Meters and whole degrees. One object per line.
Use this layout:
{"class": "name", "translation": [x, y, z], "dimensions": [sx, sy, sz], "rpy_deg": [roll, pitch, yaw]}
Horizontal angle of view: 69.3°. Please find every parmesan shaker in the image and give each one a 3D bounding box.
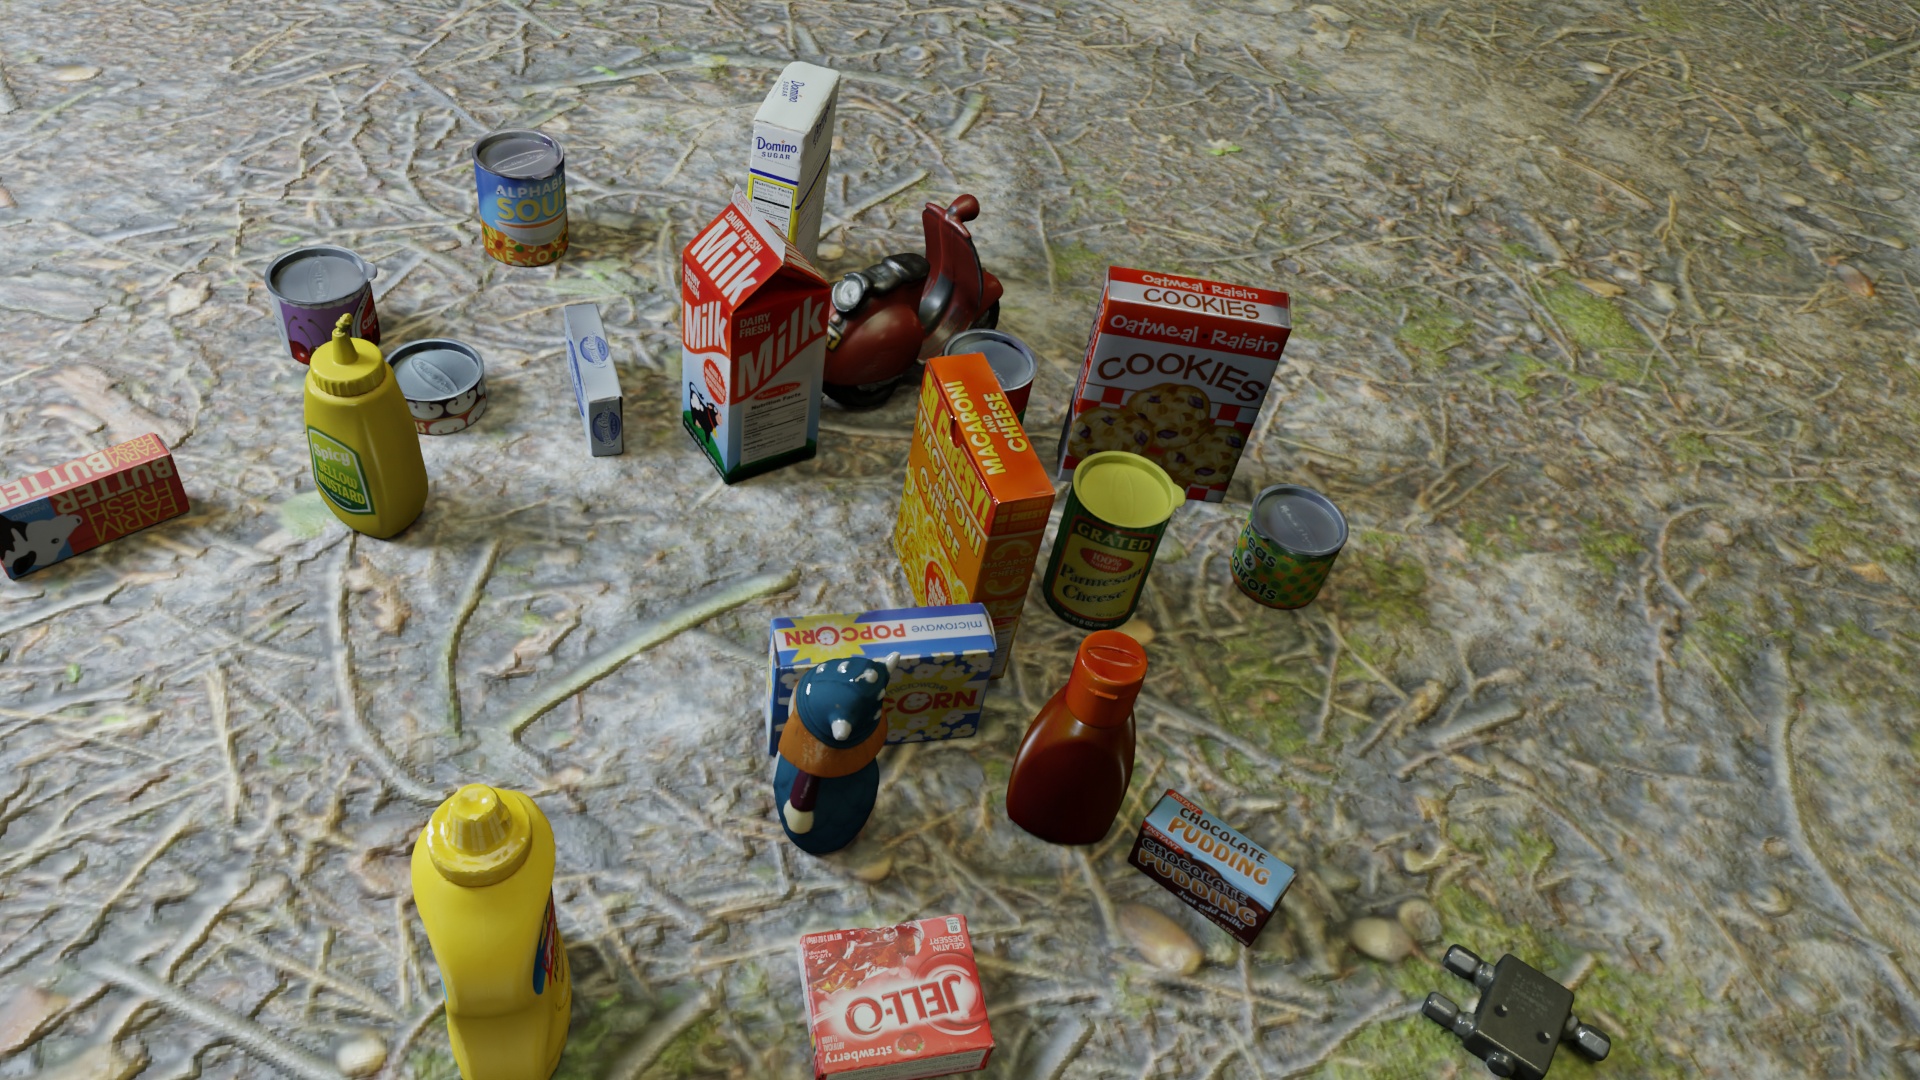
{"class": "parmesan shaker", "translation": [0.097, 0.002, 0.894], "dimensions": [0.071, 0.102, 0.072], "rpy_deg": [6, 47, -6]}

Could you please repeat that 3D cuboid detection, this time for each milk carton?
{"class": "milk carton", "translation": [-0.136, -0.135, 0.916], "dimensions": [0.074, 0.189, 0.072], "rpy_deg": [-21, 54, -27]}

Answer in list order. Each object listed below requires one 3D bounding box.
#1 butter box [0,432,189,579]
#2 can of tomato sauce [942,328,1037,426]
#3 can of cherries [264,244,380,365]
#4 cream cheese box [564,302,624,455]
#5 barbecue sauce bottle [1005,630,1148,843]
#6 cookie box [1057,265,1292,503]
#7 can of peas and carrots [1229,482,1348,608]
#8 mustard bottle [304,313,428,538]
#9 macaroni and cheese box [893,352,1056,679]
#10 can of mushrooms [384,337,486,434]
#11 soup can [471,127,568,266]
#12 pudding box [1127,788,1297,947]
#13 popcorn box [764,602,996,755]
{"class": "butter box", "translation": [-0.520, -0.022, 0.825], "dimensions": [0.104, 0.052, 0.024], "rpy_deg": [-29, 59, -33]}
{"class": "can of tomato sauce", "translation": [0.013, -0.096, 0.984], "dimensions": [0.071, 0.082, 0.071], "rpy_deg": [6, 47, -6]}
{"class": "can of cherries", "translation": [-0.442, -0.164, 0.971], "dimensions": [0.071, 0.058, 0.072], "rpy_deg": [6, 47, -6]}
{"class": "cream cheese box", "translation": [-0.254, -0.112, 0.965], "dimensions": [0.024, 0.053, 0.104], "rpy_deg": [-9, 50, -19]}
{"class": "barbecue sauce bottle", "translation": [0.067, 0.109, 0.757], "dimensions": [0.065, 0.147, 0.044], "rpy_deg": [14, 46, 2]}
{"class": "cookie box", "translation": [0.143, -0.105, 0.960], "dimensions": [0.123, 0.166, 0.040], "rpy_deg": [8, 46, -4]}
{"class": "can of peas and carrots", "translation": [0.221, 0.005, 0.948], "dimensions": [0.071, 0.058, 0.071], "rpy_deg": [6, 47, -6]}
{"class": "mustard bottle", "translation": [-0.361, -0.072, 0.831], "dimensions": [0.065, 0.159, 0.049], "rpy_deg": [25, 48, 12]}
{"class": "macaroni and cheese box", "translation": [0.003, -0.011, 0.844], "dimensions": [0.040, 0.165, 0.124], "rpy_deg": [-9, 50, -19]}
{"class": "can of mushrooms", "translation": [-0.361, -0.105, 0.949], "dimensions": [0.071, 0.033, 0.071], "rpy_deg": [6, 47, -6]}
{"class": "soup can", "translation": [-0.335, -0.261, 1.067], "dimensions": [0.071, 0.083, 0.072], "rpy_deg": [6, 47, -6]}
{"class": "pudding box", "translation": [0.139, 0.181, 0.772], "dimensions": [0.084, 0.049, 0.030], "rpy_deg": [33, 50, 19]}
{"class": "popcorn box", "translation": [-0.048, 0.080, 0.804], "dimensions": [0.127, 0.084, 0.038], "rpy_deg": [-3, 48, -15]}
